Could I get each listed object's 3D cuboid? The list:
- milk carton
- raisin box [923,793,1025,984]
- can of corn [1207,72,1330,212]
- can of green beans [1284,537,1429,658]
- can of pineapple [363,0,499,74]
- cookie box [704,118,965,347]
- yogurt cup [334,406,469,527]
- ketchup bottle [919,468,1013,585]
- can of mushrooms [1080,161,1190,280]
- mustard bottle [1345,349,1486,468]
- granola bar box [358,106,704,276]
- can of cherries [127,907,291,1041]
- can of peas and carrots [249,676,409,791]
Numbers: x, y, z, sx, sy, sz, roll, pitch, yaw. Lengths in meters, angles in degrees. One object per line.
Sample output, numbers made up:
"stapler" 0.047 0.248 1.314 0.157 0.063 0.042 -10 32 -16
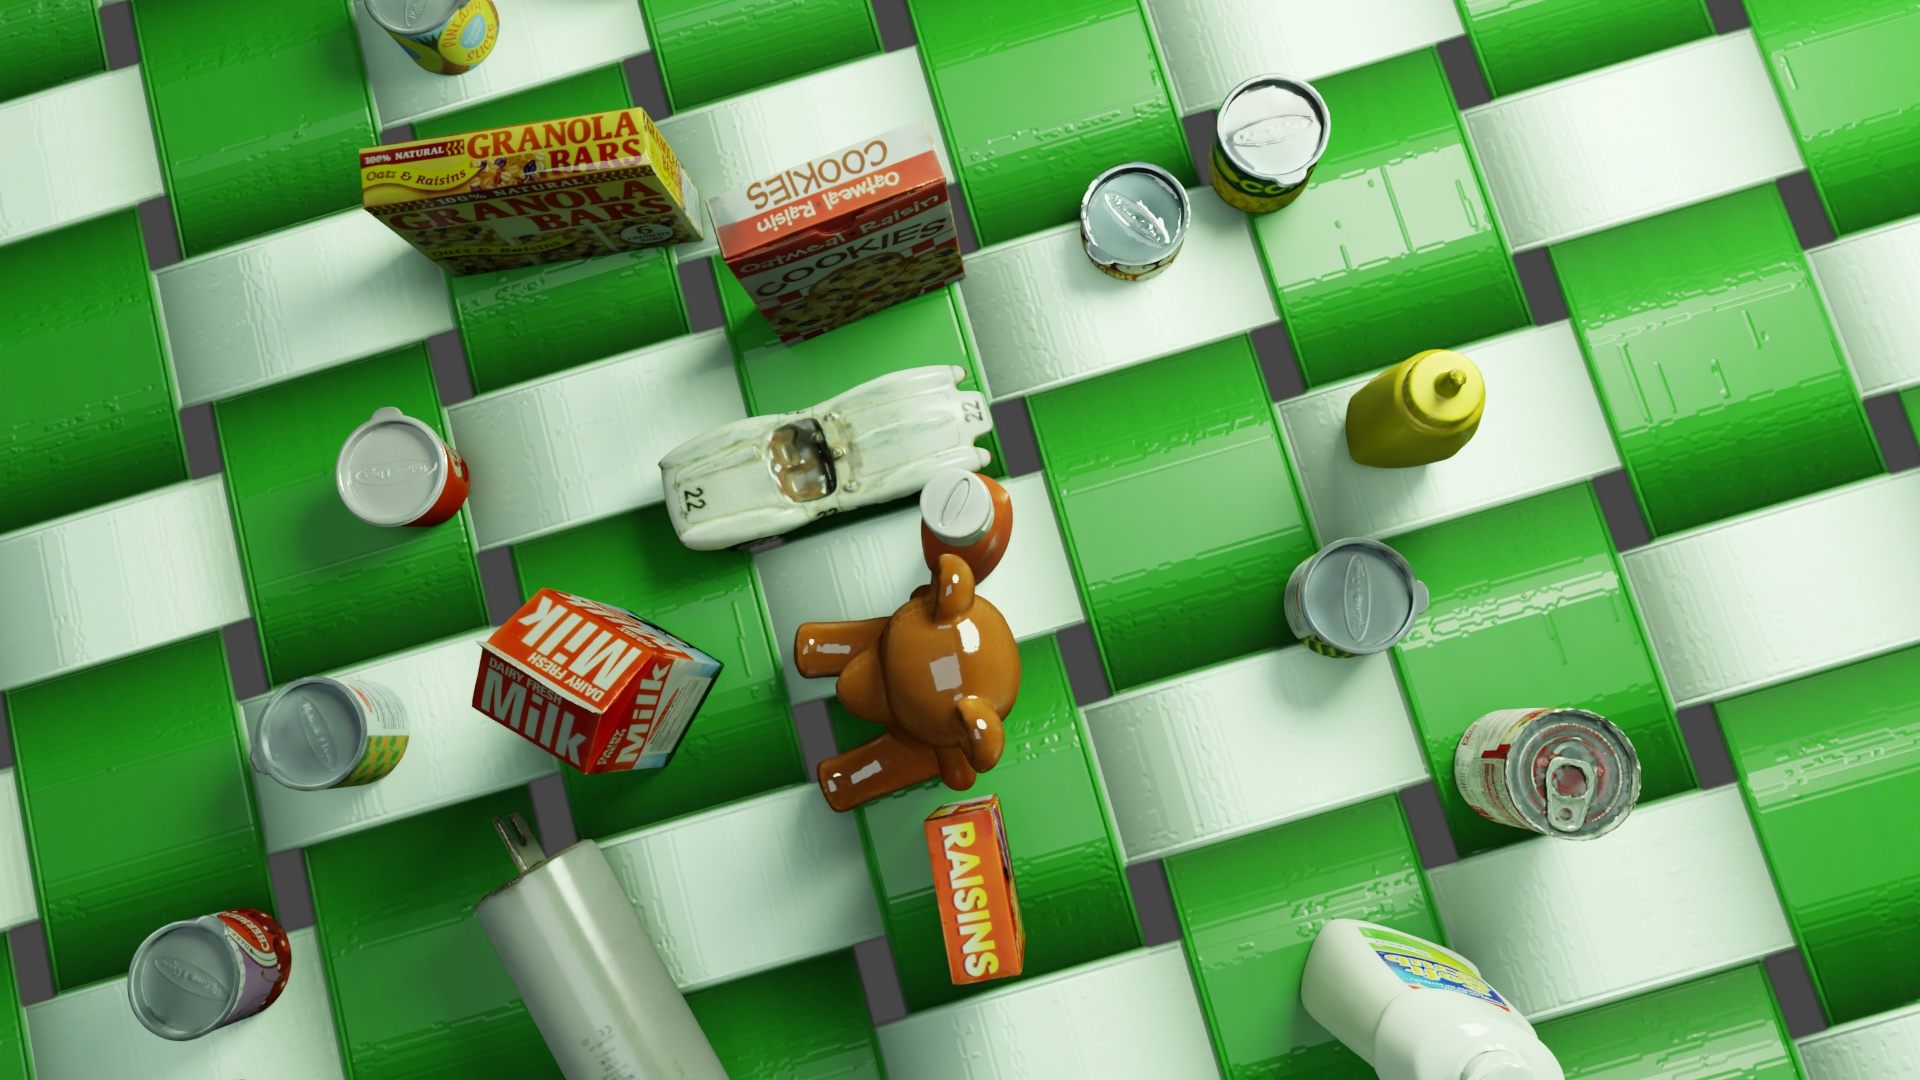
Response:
"milk carton" -0.197 0.077 0.755 0.072 0.190 0.073 28 85 7
"raisin box" 0.010 0.188 0.761 0.040 0.123 0.086 -10 82 2
"can of corn" 0.186 -0.237 0.843 0.071 0.058 0.071 0 82 3
"can of green beans" 0.225 0.035 0.803 0.071 0.058 0.071 0 82 3
"can of pineapple" -0.336 -0.340 0.889 0.071 0.058 0.071 0 82 3
"cookie box" -0.064 -0.169 0.793 0.123 0.167 0.040 -21 82 1
"yogurt cup" -0.337 -0.039 0.849 0.072 0.054 0.072 0 82 3
"ketchup bottle" 0.003 -0.010 0.776 0.043 0.148 0.065 27 85 7
"can of mushrooms" 0.105 -0.194 0.854 0.071 0.033 0.071 0 82 3
"mustard bottle" 0.256 -0.074 0.764 0.065 0.160 0.049 -2 83 3
"granola bar box" -0.251 -0.206 0.832 0.166 0.124 0.039 -8 82 2
"can of cherries" -0.435 0.250 0.812 0.071 0.058 0.071 0 82 3
"can of peas and carrots" -0.374 0.116 0.827 0.071 0.058 0.071 0 82 3
